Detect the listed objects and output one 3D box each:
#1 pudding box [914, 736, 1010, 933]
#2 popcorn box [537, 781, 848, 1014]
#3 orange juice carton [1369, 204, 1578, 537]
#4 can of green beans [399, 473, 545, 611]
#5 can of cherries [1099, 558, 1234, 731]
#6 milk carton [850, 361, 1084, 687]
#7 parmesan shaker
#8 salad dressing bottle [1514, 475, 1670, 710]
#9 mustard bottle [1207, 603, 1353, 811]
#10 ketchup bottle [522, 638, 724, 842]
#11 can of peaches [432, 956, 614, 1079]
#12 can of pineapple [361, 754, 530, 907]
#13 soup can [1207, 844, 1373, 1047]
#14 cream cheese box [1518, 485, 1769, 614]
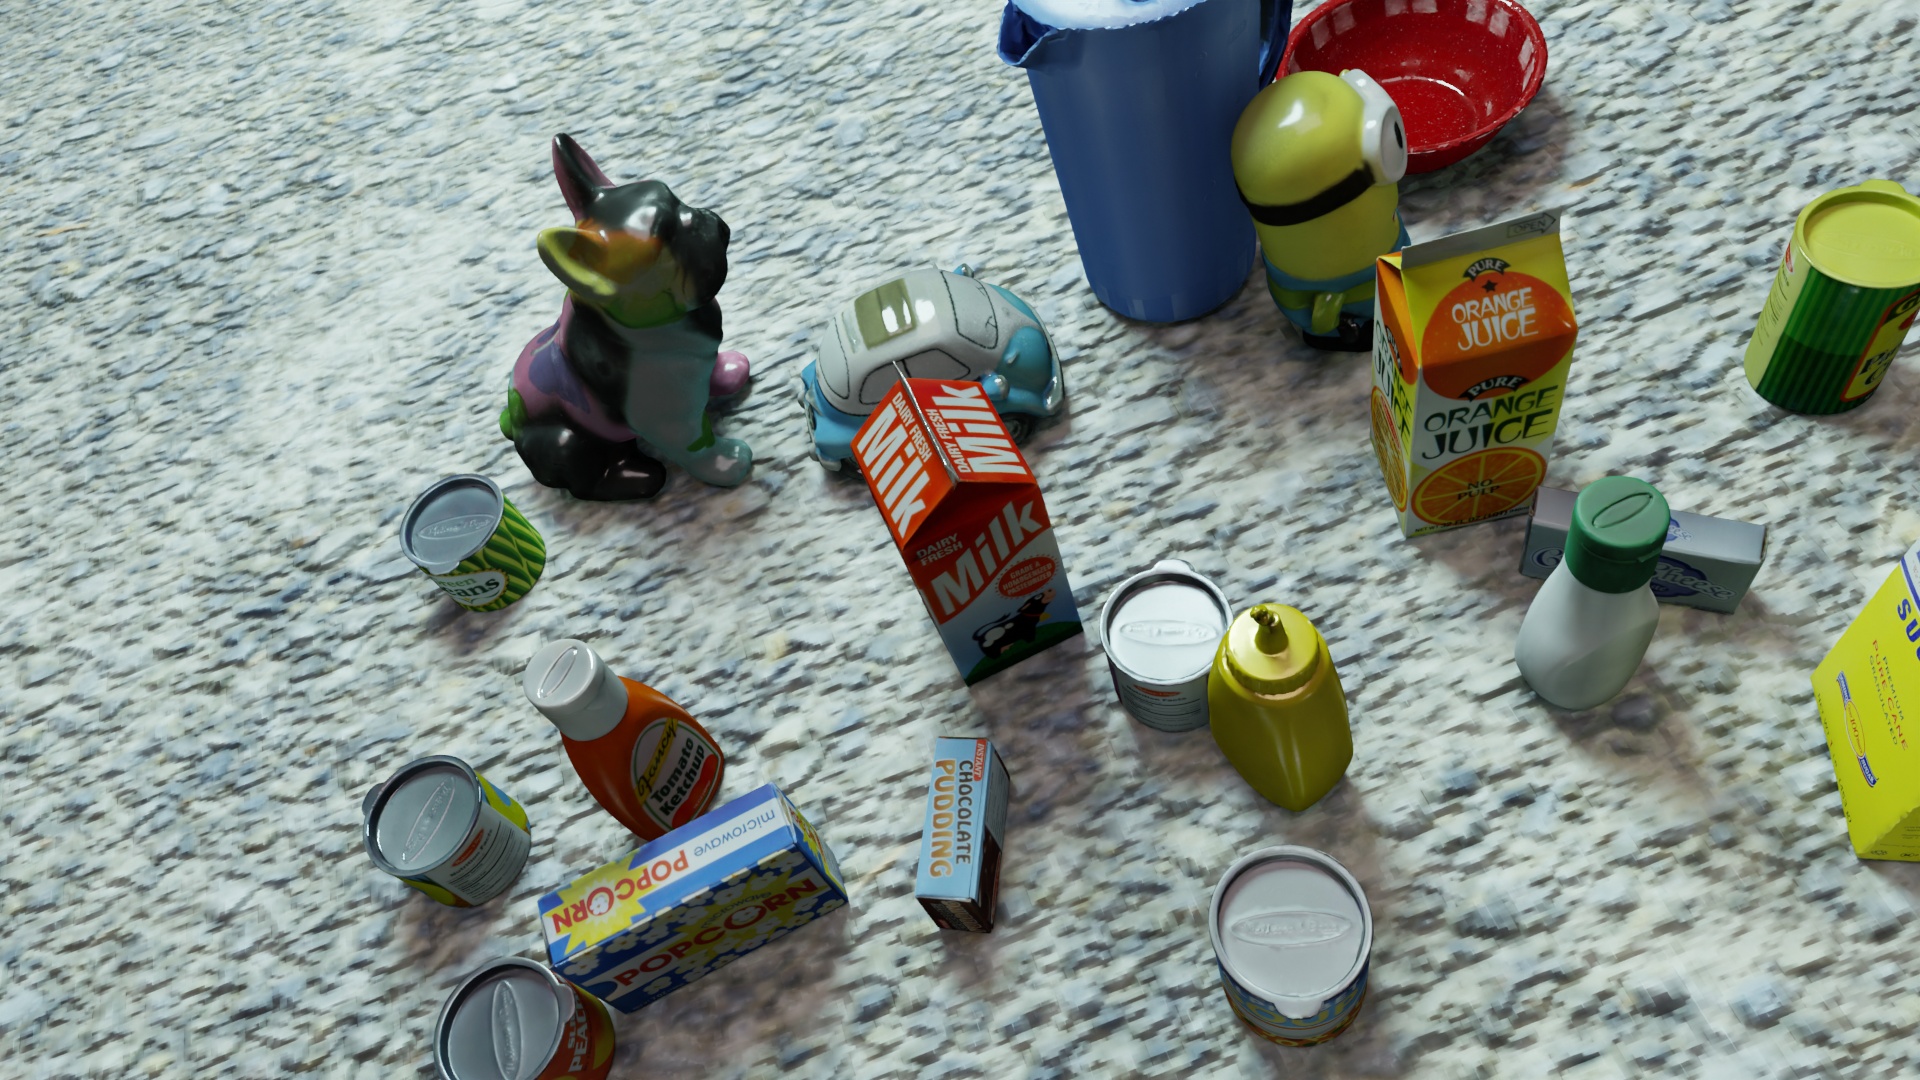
[{"bbox_3d":[0.002,0.144,0.682,0.030,0.049,0.084,-1,58,14],"label":"pudding box"},{"bbox_3d":[-0.127,0.175,0.673,0.127,0.085,0.038,-26,56,-3],"label":"popcorn box"},{"bbox_3d":[0.246,-0.086,0.680,0.072,0.192,0.073,-13,56,7],"label":"orange juice carton"},{"bbox_3d":[-0.295,0.002,0.845,0.071,0.057,0.071,-7,57,10],"label":"can of green beans"},{"bbox_3d":[0.108,0.054,0.707,0.071,0.058,0.072,-7,57,10],"label":"can of cherries"},{"bbox_3d":[0.002,-0.009,0.694,0.073,0.189,0.072,-26,56,-2],"label":"milk carton"},{"bbox_3d":[0.447,-0.121,0.705,0.071,0.102,0.071,-7,57,11],"label":"parmesan shaker"},{"bbox_3d":[0.286,0.026,0.625,0.064,0.147,0.044,-27,56,-3],"label":"salad dressing bottle"},{"bbox_3d":[0.143,0.069,0.626,0.049,0.159,0.065,-42,58,-13],"label":"mustard bottle"},{"bbox_3d":[-0.169,0.099,0.695,0.043,0.148,0.065,17,64,24],"label":"ketchup bottle"},{"bbox_3d":[-0.206,0.240,0.668,0.071,0.057,0.071,-7,57,10],"label":"can of peaches"},{"bbox_3d":[-0.273,0.155,0.741,0.071,0.057,0.071,-7,57,10],"label":"can of pineapple"},{"bbox_3d":[0.143,0.180,0.601,0.071,0.083,0.072,-7,57,10],"label":"soup can"},{"bbox_3d":[0.332,0.005,0.683,0.104,0.053,0.024,12,62,21],"label":"cream cheese box"}]
